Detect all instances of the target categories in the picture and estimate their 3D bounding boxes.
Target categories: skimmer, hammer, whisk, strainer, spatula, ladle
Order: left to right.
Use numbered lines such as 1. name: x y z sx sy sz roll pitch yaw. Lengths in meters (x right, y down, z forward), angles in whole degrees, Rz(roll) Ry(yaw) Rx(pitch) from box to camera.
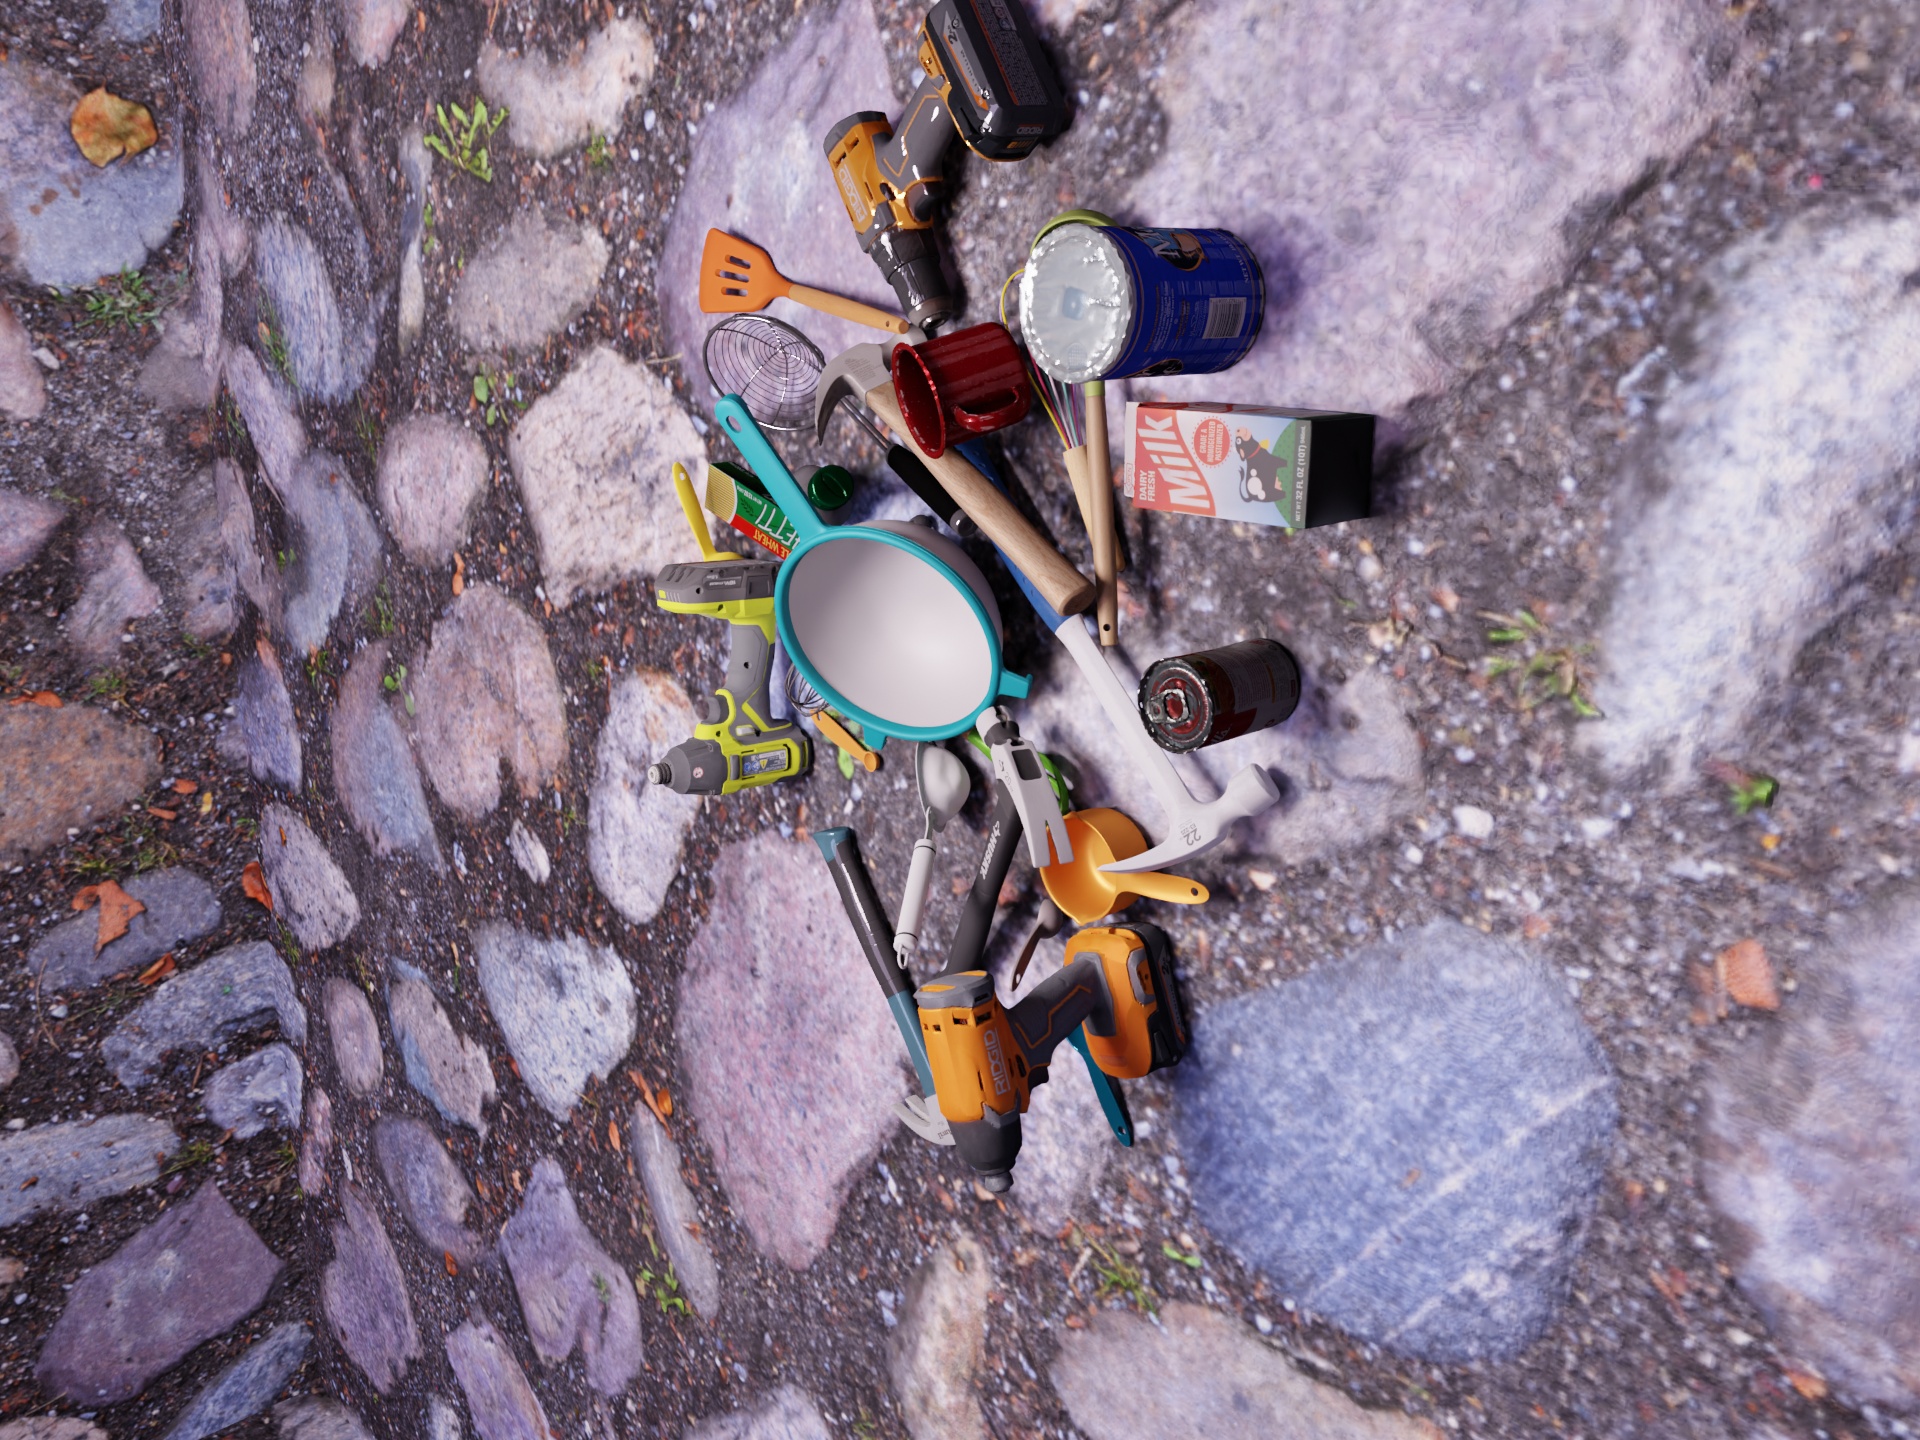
1. spatula: -0.145 -0.382 1.432 0.323 0.041 0.081 32 118 48
2. skimmer: -0.110 -0.245 1.379 0.364 0.090 0.127 49 161 40
3. whisk: -0.093 -0.095 1.450 0.055 0.055 0.239 52 121 26
4. strainer: -0.080 -0.142 1.333 0.211 0.095 0.340 -20 112 40
5. hammer: -0.065 0.252 1.542 0.128 0.033 0.331 -37 72 46
6. strainer: -0.026 0.105 1.360 0.050 0.259 0.086 -6 135 19
7. hammer: -0.005 -0.196 1.264 0.332 0.130 0.031 50 162 30
8. hammer: 0.023 0.154 1.366 0.334 0.035 0.146 105 149 -43
9. hammer: 0.085 -0.064 1.252 0.144 0.035 0.406 -38 65 19
10. whisk: 0.087 -0.232 1.229 0.051 0.047 0.245 -13 95 62
11. ladle: 0.098 -0.215 1.182 0.078 0.062 0.320 -2 95 21

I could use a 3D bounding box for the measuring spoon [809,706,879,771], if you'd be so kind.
1. measuring spoon: -0.112 0.016 1.550 0.117 0.011 0.021 37 128 41

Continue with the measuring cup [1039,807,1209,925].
1. measuring cup: 0.140 0.118 1.256 0.174 0.052 0.095 7 106 46

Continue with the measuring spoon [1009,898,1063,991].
1. measuring spoon: 0.064 0.189 1.319 0.018 0.124 0.034 3 115 19

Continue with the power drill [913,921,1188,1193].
1. power drill: 0.072 0.256 1.234 0.084 0.226 0.164 -10 93 50

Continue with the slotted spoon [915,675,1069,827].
1. slotted spoon: -0.002 -0.004 1.403 0.314 0.031 0.070 43 130 35

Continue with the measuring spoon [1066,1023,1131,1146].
1. measuring spoon: 0.124 0.302 1.357 0.042 0.021 0.128 -17 97 50

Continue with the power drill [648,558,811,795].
1. power drill: -0.229 -0.041 1.545 0.080 0.171 0.223 11 105 47

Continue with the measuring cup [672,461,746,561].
1. measuring cup: -0.248 -0.185 1.587 0.029 0.062 0.156 -2 117 38

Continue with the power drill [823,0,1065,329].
1. power drill: -0.014 -0.436 1.258 0.226 0.084 0.185 -30 80 52
